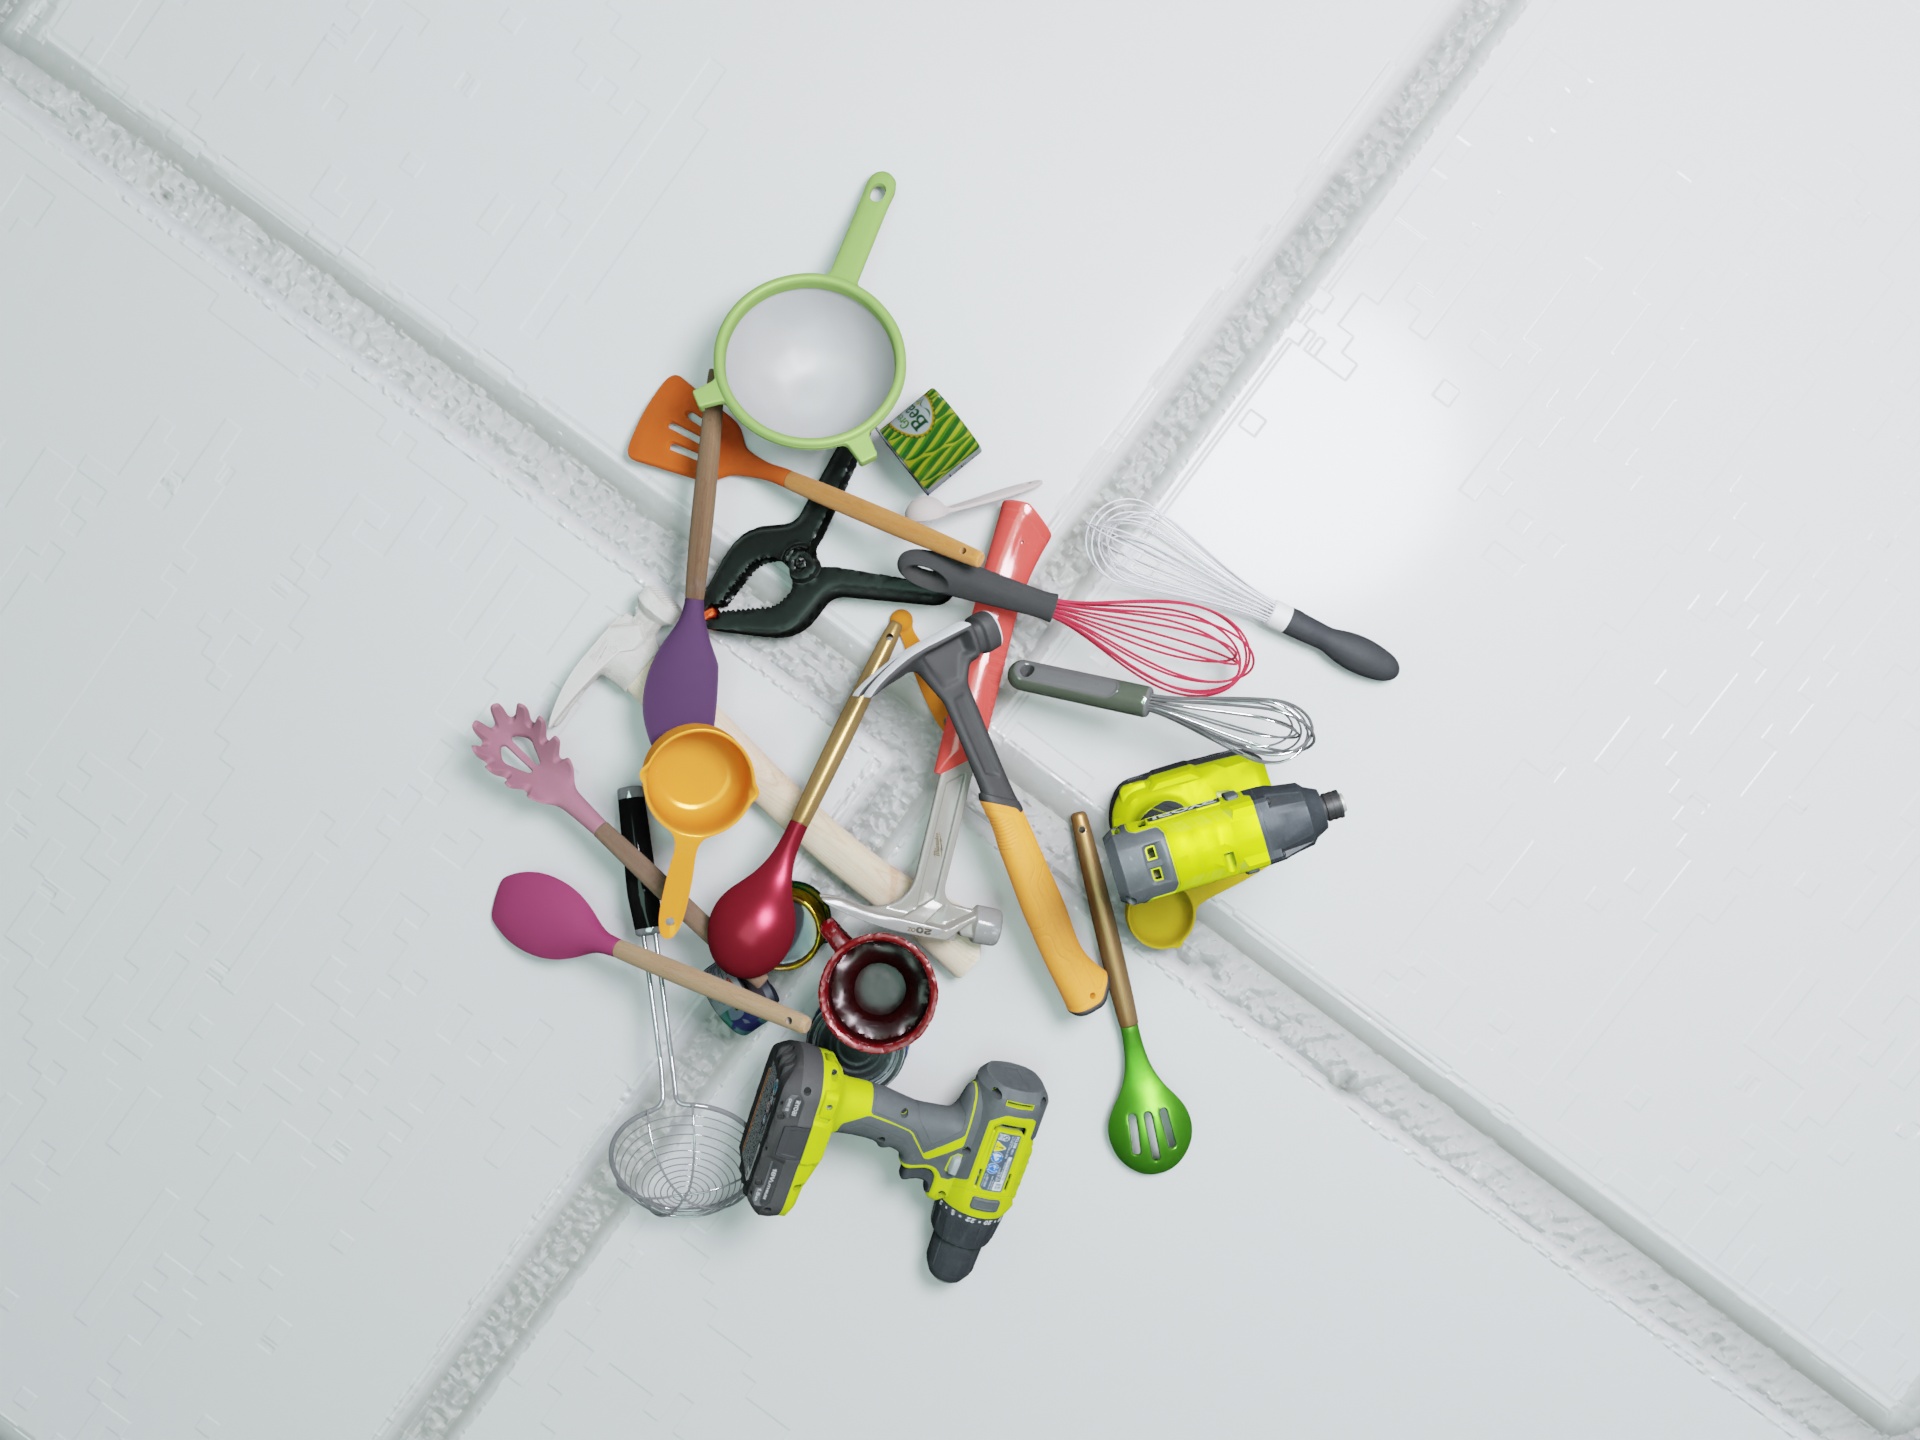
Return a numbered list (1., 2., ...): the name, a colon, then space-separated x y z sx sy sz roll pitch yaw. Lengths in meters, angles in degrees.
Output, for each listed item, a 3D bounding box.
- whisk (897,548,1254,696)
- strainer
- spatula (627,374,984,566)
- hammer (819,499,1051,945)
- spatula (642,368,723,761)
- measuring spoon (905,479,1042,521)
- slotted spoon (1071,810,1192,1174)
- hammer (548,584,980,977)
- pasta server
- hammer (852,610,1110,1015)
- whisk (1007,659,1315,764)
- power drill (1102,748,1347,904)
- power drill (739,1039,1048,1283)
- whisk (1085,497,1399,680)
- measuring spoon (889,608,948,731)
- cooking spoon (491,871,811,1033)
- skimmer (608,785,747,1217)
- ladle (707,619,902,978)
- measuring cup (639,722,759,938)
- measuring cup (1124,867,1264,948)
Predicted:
1. whisk: 0.092 -0.082 1.257 0.296 0.073 0.073 17 94 -4
2. strainer: -0.103 -0.322 1.285 0.151 0.069 0.256 19 73 1
3. spatula: -0.121 -0.187 1.270 0.323 0.041 0.081 25 83 23
4. hammer: -0.002 -0.004 1.288 0.149 0.037 0.359 14 88 -10
5. spatula: -0.214 -0.124 1.280 0.059 0.018 0.316 7 96 -7
6. measuring spoon: 0.011 -0.184 1.286 0.124 0.034 0.018 -19 111 -21
7. slotted spoon: 0.132 0.229 1.323 0.070 0.031 0.314 -13 91 2
8. hammer: -0.151 0.075 1.322 0.410 0.038 0.146 42 96 -1
9. pasta server: -0.274 0.105 1.293 0.316 0.040 0.060 42 73 7
10. hammer: 0.035 0.090 1.257 0.127 0.034 0.336 -30 106 -25
11. whisk: 0.153 -0.013 1.231 0.246 0.059 0.058 13 61 17
12. power drill: 0.193 0.078 1.212 0.171 0.223 0.080 -17 93 3
13. power drill: -0.058 0.358 1.292 0.228 0.080 0.190 15 103 -17
14. whisk: 0.229 -0.098 1.285 0.284 0.070 0.070 25 94 -4
15. measuring spoon: -0.029 -0.039 1.321 0.021 0.011 0.117 -25 92 4
16. cooking spoon: -0.257 0.192 1.287 0.319 0.017 0.069 17 92 23
17. skimmer: -0.249 0.238 1.339 0.127 0.090 0.363 -9 83 1
18. ladle: -0.118 0.060 1.283 0.069 0.031 0.315 25 81 0
19. measuring cup: -0.220 0.086 1.276 0.095 0.052 0.173 11 98 -17
20. measuring cup: 0.206 0.135 1.320 0.156 0.029 0.062 -29 92 -8
